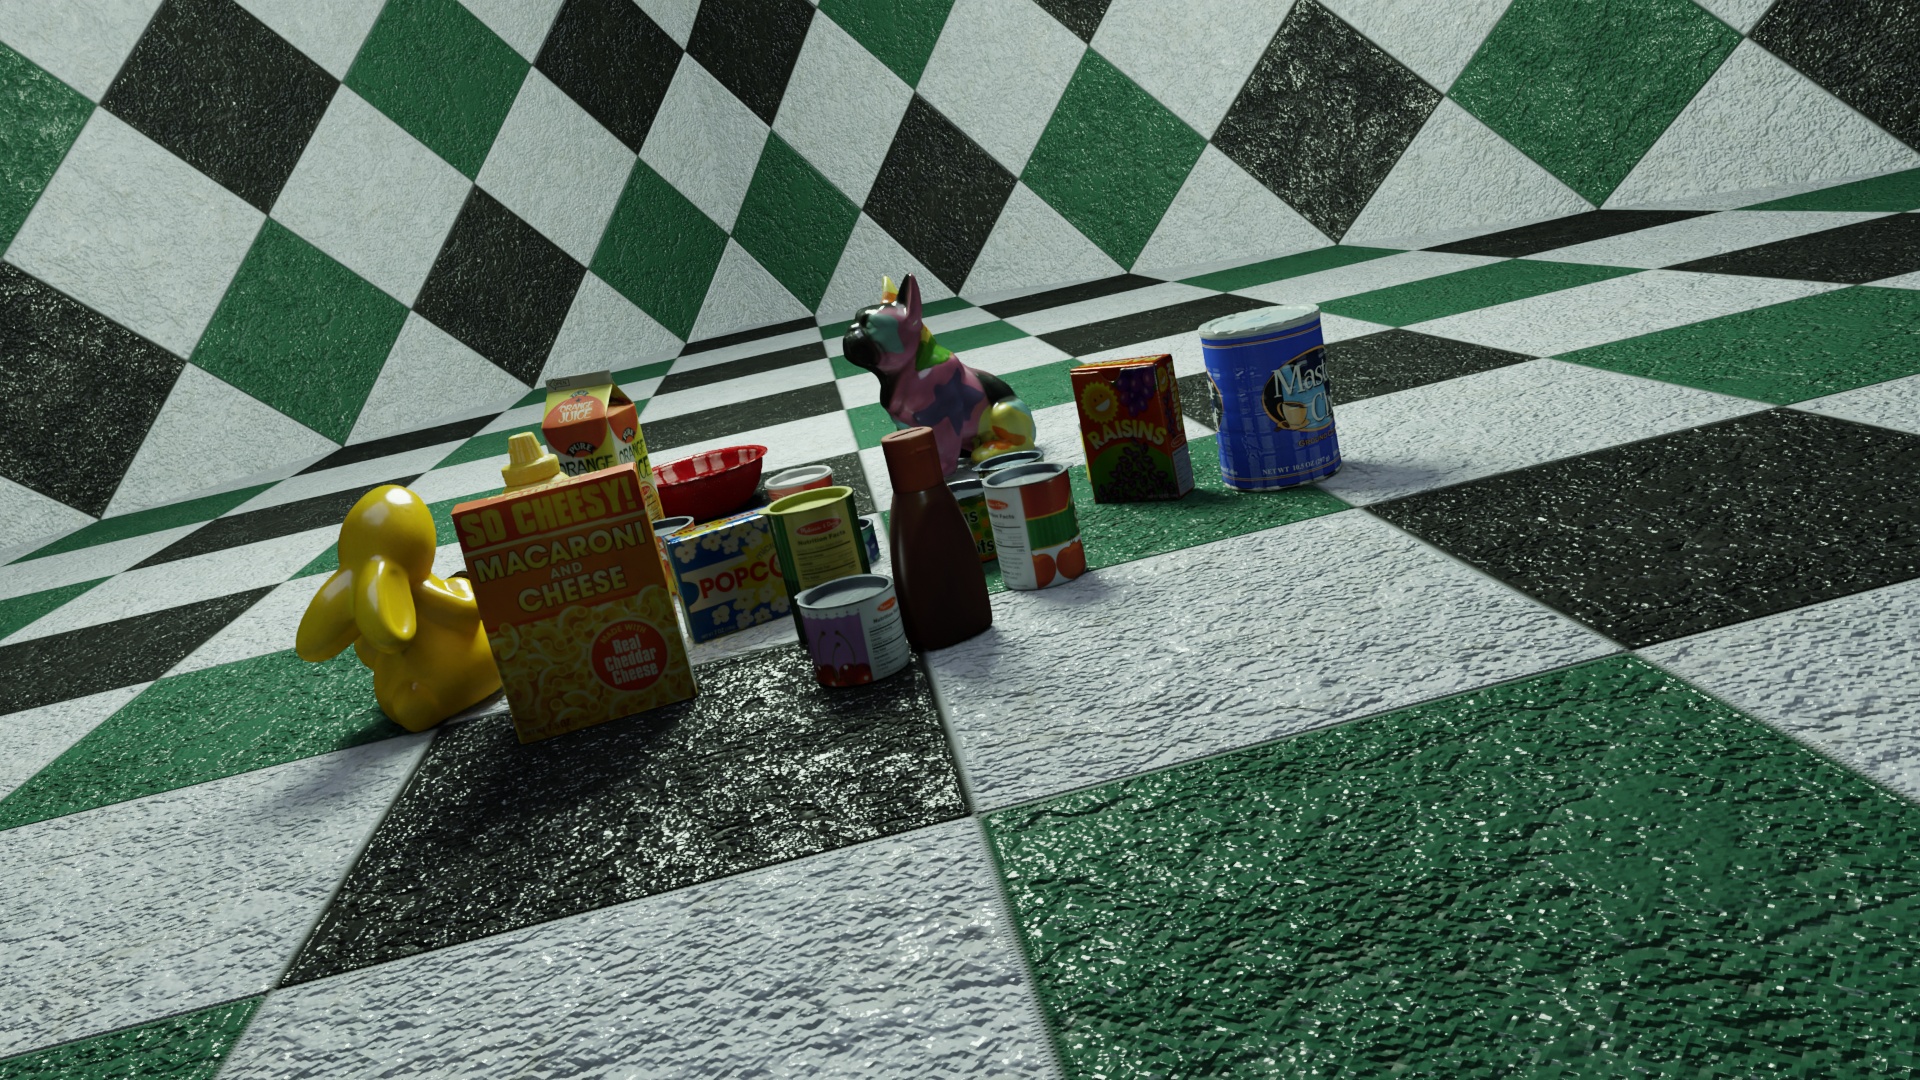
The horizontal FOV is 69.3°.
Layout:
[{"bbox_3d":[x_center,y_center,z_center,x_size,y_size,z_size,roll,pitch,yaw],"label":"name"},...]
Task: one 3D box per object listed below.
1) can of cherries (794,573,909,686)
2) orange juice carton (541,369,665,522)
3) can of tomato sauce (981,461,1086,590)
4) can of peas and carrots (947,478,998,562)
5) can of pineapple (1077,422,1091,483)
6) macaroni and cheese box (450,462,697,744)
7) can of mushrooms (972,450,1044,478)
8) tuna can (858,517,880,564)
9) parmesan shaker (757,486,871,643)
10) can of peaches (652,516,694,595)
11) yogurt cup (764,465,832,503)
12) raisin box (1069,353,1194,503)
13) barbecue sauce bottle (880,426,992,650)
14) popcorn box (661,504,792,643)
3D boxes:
[{"bbox_3d":[-0.074,0.060,0.942,0.071,0.058,0.072,-11,15,3],"label":"can of cherries"},{"bbox_3d":[-0.362,-0.075,1.403,0.072,0.192,0.073,-9,15,12],"label":"orange juice carton"},{"bbox_3d":[0.059,-0.012,1.057,0.071,0.083,0.071,-11,15,3],"label":"can of tomato sauce"},{"bbox_3d":[0.004,-0.014,1.155,0.071,0.058,0.071,-11,15,3],"label":"can of peas and carrots"},{"bbox_3d":[0.148,-0.087,1.312,0.071,0.057,0.071,-11,15,3],"label":"can of pineapple"},{"bbox_3d":[-0.261,0.042,0.949,0.124,0.166,0.040,-15,15,-10],"label":"macaroni and cheese box"},{"bbox_3d":[0.048,-0.063,1.346,0.071,0.033,0.071,-11,15,3],"label":"can of mushrooms"},{"bbox_3d":[-0.106,0.006,1.218,0.071,0.032,0.071,-11,15,3],"label":"tuna can"},{"bbox_3d":[-0.104,0.019,1.032,0.071,0.102,0.071,-11,15,3],"label":"parmesan shaker"},{"bbox_3d":[-0.267,0.016,1.258,0.071,0.058,0.071,-11,15,3],"label":"can of peaches"},{"bbox_3d":[-0.156,-0.040,1.382,0.072,0.053,0.072,-11,15,3],"label":"yogurt cup"},{"bbox_3d":[0.151,-0.097,1.220,0.086,0.123,0.040,-1,18,36],"label":"raisin box"},{"bbox_3d":[-0.021,-0.003,0.958,0.065,0.148,0.043,-20,16,-29],"label":"barbecue sauce bottle"},{"bbox_3d":[-0.165,0.021,1.106,0.127,0.085,0.038,-18,15,-21],"label":"popcorn box"}]
